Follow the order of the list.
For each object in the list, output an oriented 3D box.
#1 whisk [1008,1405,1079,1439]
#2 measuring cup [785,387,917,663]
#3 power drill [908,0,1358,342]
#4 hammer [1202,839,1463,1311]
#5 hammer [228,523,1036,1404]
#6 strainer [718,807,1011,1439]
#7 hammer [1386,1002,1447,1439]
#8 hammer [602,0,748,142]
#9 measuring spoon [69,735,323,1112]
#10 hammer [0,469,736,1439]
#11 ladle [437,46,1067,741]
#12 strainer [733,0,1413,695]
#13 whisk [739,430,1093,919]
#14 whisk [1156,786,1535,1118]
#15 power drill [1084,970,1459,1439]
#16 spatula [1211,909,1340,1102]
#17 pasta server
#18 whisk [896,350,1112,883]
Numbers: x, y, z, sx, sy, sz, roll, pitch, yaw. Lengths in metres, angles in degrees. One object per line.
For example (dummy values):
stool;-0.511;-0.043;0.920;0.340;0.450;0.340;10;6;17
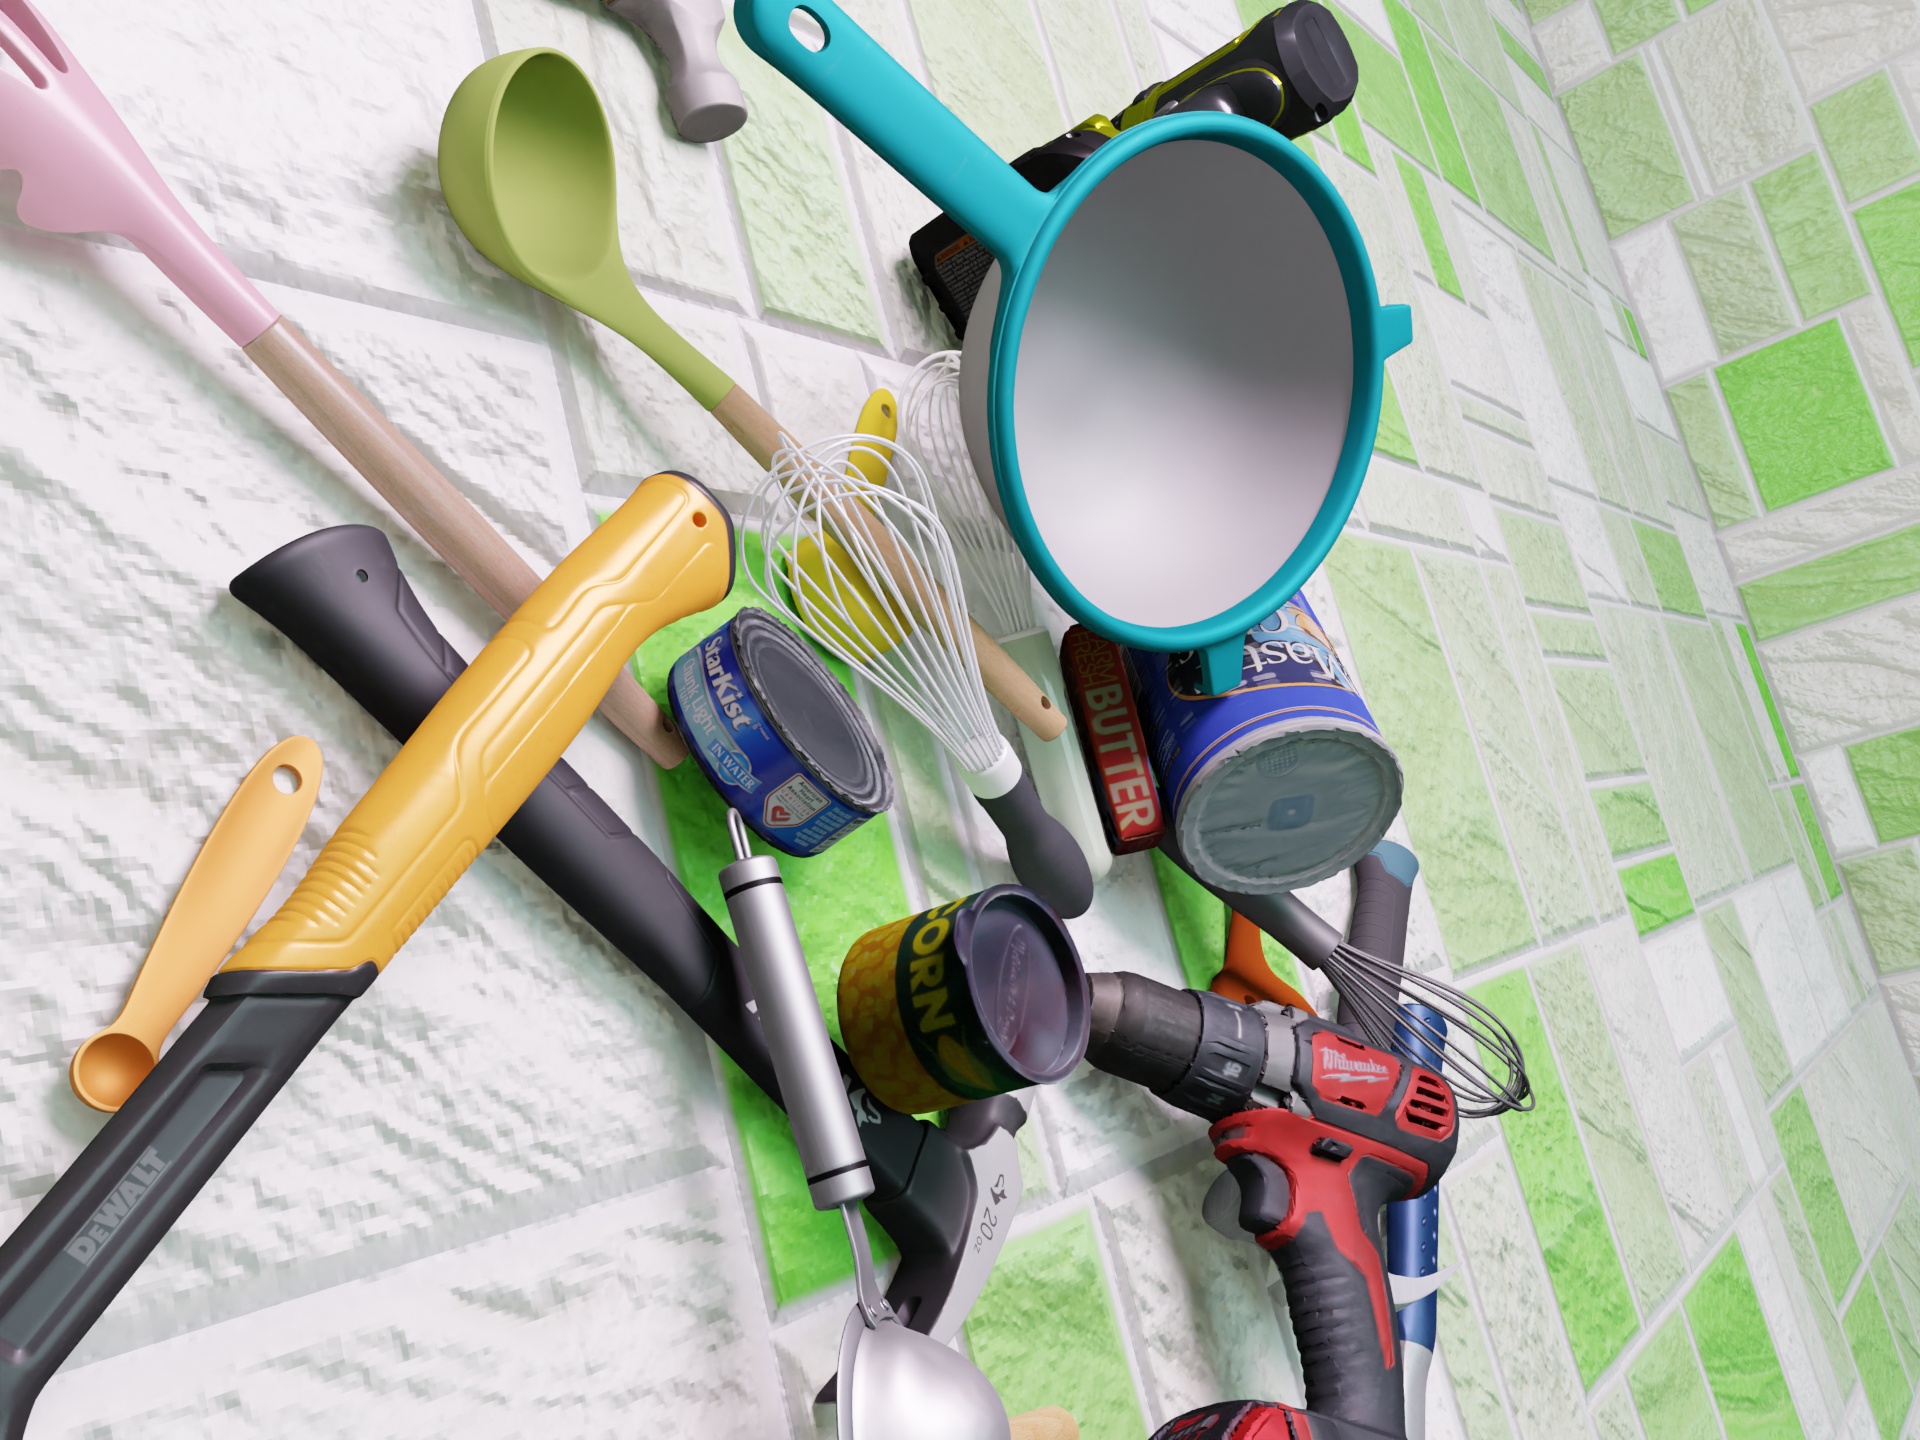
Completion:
whisk;-0.036;0.242;0.484;0.244;0.051;0.047;16;80;-53
measuring cup;-0.034;-0.093;0.672;0.062;0.029;0.157;40;43;-34
power drill;0.078;-0.271;0.814;0.228;0.190;0.080;-46;110;-38
hammer;0.210;0.169;0.836;0.128;0.033;0.331;38;37;-7
hammer;-0.093;0.073;0.499;0.334;0.035;0.146;50;38;-23
strainer;-0.032;0.145;0.470;0.086;0.050;0.259;38;31;-72
hammer;0.221;0.319;0.783;0.144;0.035;0.406;45;41;-30
hammer;-0.208;-0.299;0.552;0.331;0.031;0.130;-7;78;-54
measuring spoon;-0.192;0.048;0.404;0.021;0.011;0.117;44;37;-30
hammer;-0.155;0.040;0.391;0.127;0.034;0.337;51;47;-23
ladle;-0.061;-0.106;0.586;0.320;0.062;0.078;44;43;-18
strainer;0.030;-0.166;0.629;0.340;0.095;0.211;31;83;-36
whisk;-0.001;-0.003;0.602;0.284;0.070;0.070;58;31;-46
whisk;0.176;0.108;0.763;0.239;0.055;0.055;39;36;6
power drill;0.117;0.216;0.641;0.187;0.080;0.227;23;53;-17
spatula;0.153;0.049;0.835;0.081;0.041;0.323;15;56;-23
pasta server;-0.190;-0.091;0.469;0.316;0.040;0.060;50;38;-30
whisk;0.026;-0.045;0.708;0.059;0.058;0.246;-17;92;-19
